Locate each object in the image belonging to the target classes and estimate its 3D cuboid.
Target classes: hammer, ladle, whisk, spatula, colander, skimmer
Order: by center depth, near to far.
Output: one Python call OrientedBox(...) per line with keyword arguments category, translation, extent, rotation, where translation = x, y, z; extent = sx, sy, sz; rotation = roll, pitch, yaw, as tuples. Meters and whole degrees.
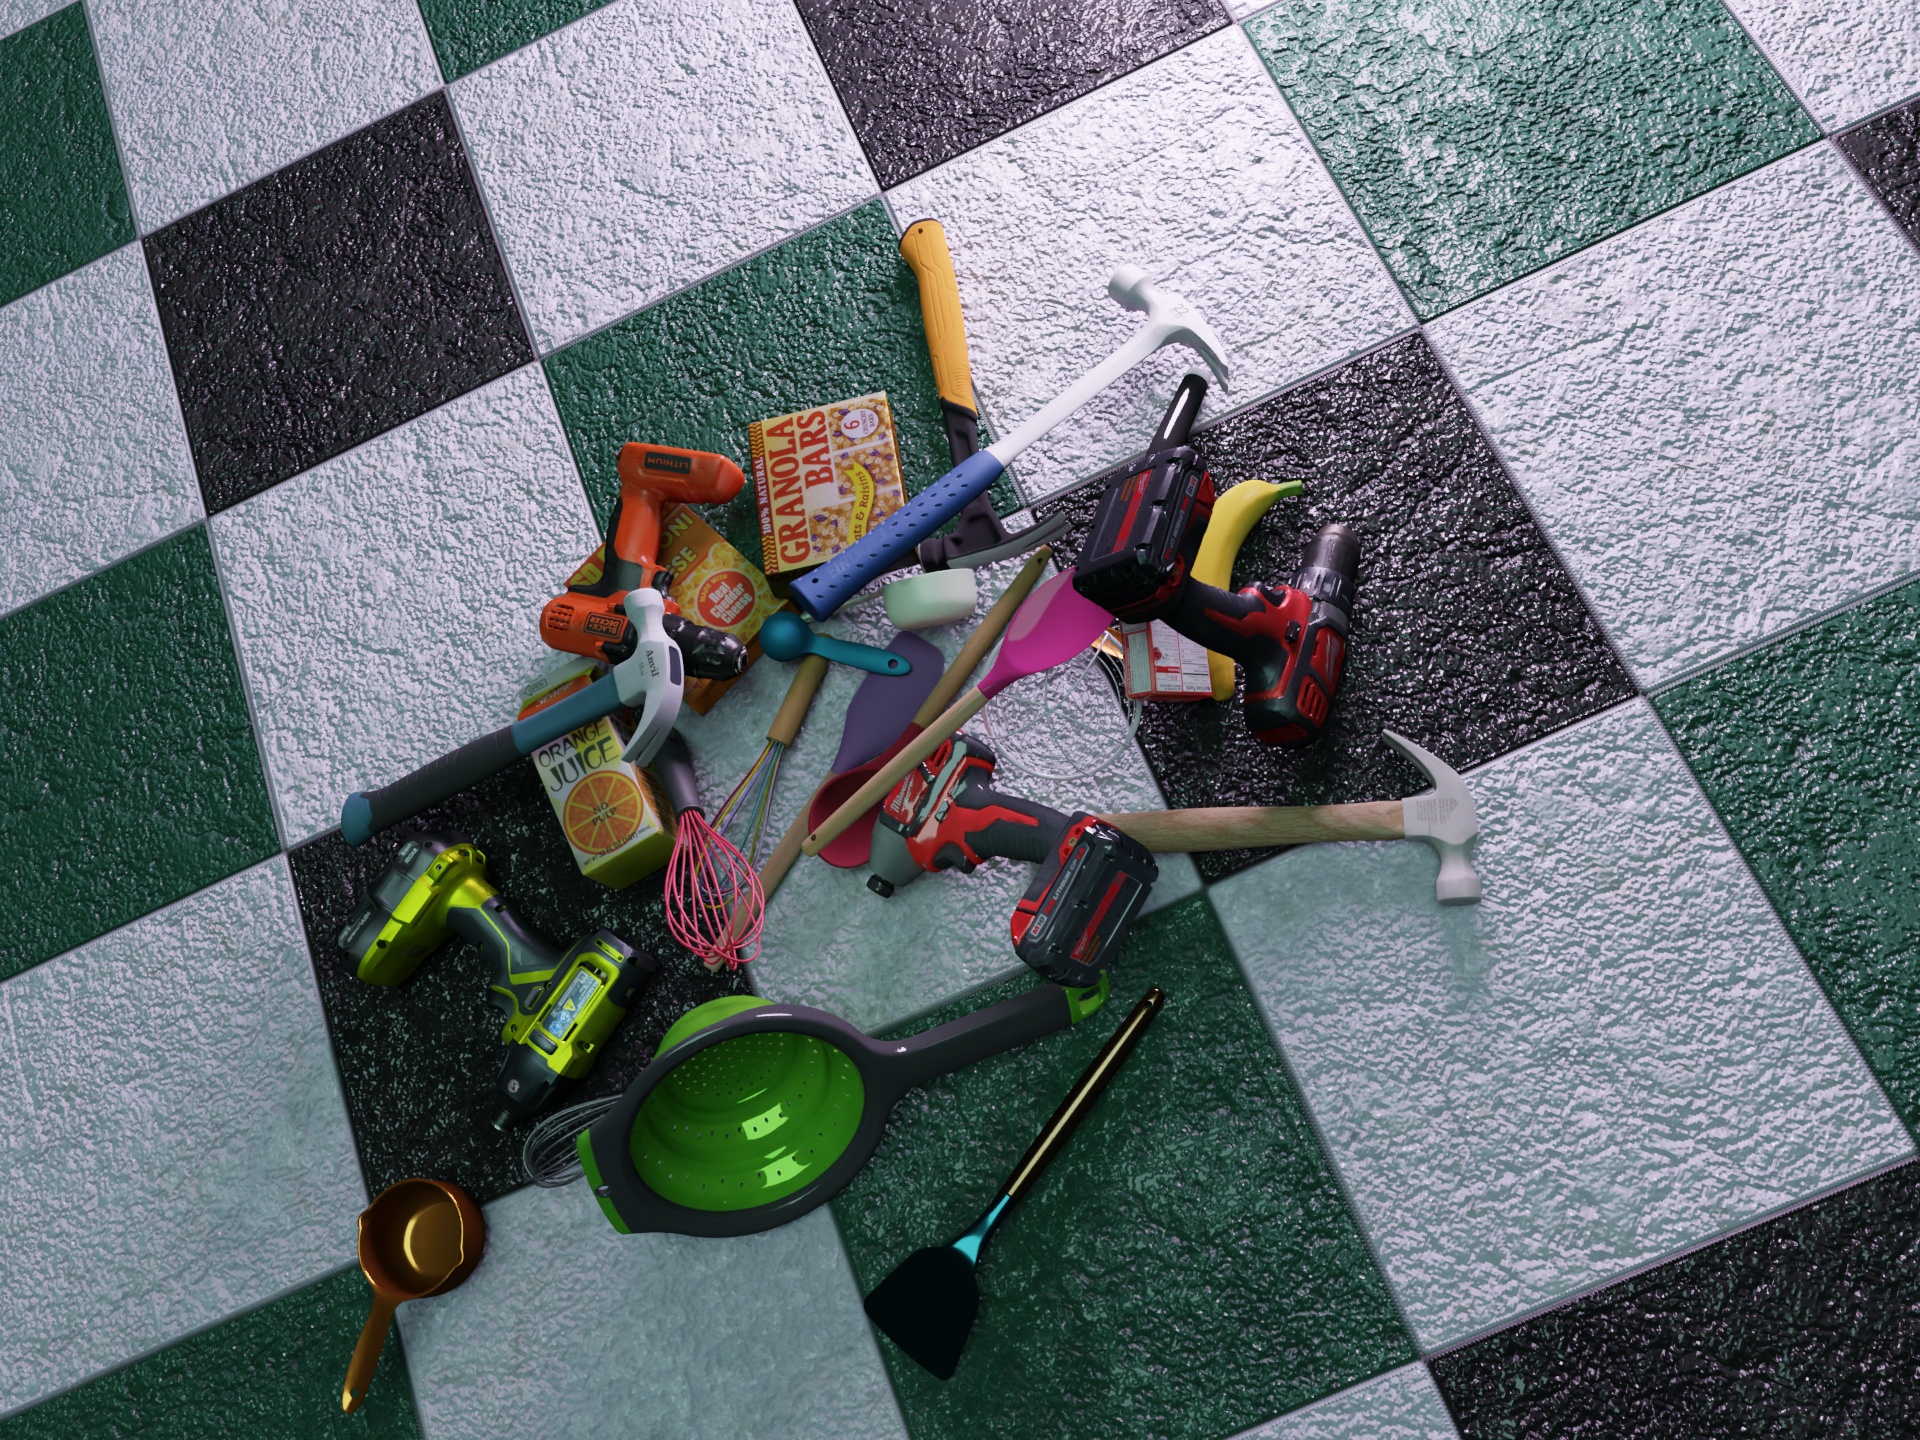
OrientedBox(category="spatula", translation=(0.051, 0.325, 1.159), extent=(0.082, 0.044, 0.317), rotation=(35, 78, 21))
OrientedBox(category="colander", translation=(-0.085, 0.244, 1.176), extent=(0.397, 0.204, 0.095), rotation=(-19, 34, -10))
OrientedBox(category="hammer", translation=(0.214, 0.078, 1.195), extent=(0.331, 0.031, 0.130), rotation=(-3, 72, 12))
OrientedBox(category="whisk", translation=(-0.203, 0.085, 1.215), extent=(0.073, 0.073, 0.296), rotation=(-32, 38, 1))
OrientedBox(category="whisk", translation=(-0.234, 0.288, 1.224), extent=(0.239, 0.055, 0.055), rotation=(-31, 69, -4))
OrientedBox(category="hammer", translation=(0.038, -0.211, 1.266), extent=(0.405, 0.035, 0.144), rotation=(-39, 63, -12))
OrientedBox(category="hammer", translation=(-0.361, 0.019, 1.267), extent=(0.331, 0.033, 0.128), rotation=(-25, 69, 17))
OrientedBox(category="skimmer", translation=(0.127, -0.125, 1.274), extent=(0.127, 0.090, 0.363), rotation=(20, 66, 11))
OrientedBox(category="ladle", translation=(-0.019, -0.016, 1.278), extent=(0.069, 0.031, 0.315), rotation=(39, 79, -15))
OrientedBox(category="spatula", translation=(-0.111, 0.067, 1.279), extent=(0.060, 0.018, 0.316), rotation=(32, 81, 10))
OrientedBox(category="whisk", translation=(-0.156, 0.040, 1.290), extent=(0.047, 0.051, 0.245), rotation=(29, 73, -18))
OrientedBox(category="hammer", translation=(0.002, -0.287, 1.354), extent=(0.127, 0.034, 0.337), rotation=(-16, 69, 15))

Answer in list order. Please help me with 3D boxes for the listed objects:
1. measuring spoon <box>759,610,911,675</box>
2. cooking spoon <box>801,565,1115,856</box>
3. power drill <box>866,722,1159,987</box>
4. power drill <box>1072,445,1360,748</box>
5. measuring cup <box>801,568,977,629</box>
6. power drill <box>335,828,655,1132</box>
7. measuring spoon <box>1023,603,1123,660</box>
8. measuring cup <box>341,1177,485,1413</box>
OrientedBox(category="measuring spoon", translation=(-0.103, -0.059, 1.288), extent=(0.128, 0.021, 0.042), rotation=(14, 83, 5))
OrientedBox(category="cooking spoon", translation=(-0.002, -0.004, 1.197), extent=(0.319, 0.017, 0.069), rotation=(-42, 57, 9))
OrientedBox(category="power drill", translation=(0.024, 0.102, 1.182), extent=(0.220, 0.078, 0.143), rotation=(29, 88, 39))
OrientedBox(category="power drill", translation=(0.206, -0.108, 1.174), extent=(0.080, 0.226, 0.188), rotation=(-15, 47, 54))
OrientedBox(category="measuring cup", translation=(-0.063, -0.086, 1.300), extent=(0.167, 0.083, 0.038), rotation=(-14, 87, 25))
OrientedBox(category="power drill", translation=(-0.377, 0.203, 1.266), extent=(0.223, 0.080, 0.171), rotation=(32, 82, 17))
OrientedBox(category="measuring spoon", translation=(0.103, -0.070, 1.281), extent=(0.117, 0.011, 0.021), rotation=(25, 77, 15))
OrientedBox(category="measuring cup", translation=(-0.423, 0.437, 1.213), extent=(0.095, 0.052, 0.174), rotation=(15, 78, 17))
